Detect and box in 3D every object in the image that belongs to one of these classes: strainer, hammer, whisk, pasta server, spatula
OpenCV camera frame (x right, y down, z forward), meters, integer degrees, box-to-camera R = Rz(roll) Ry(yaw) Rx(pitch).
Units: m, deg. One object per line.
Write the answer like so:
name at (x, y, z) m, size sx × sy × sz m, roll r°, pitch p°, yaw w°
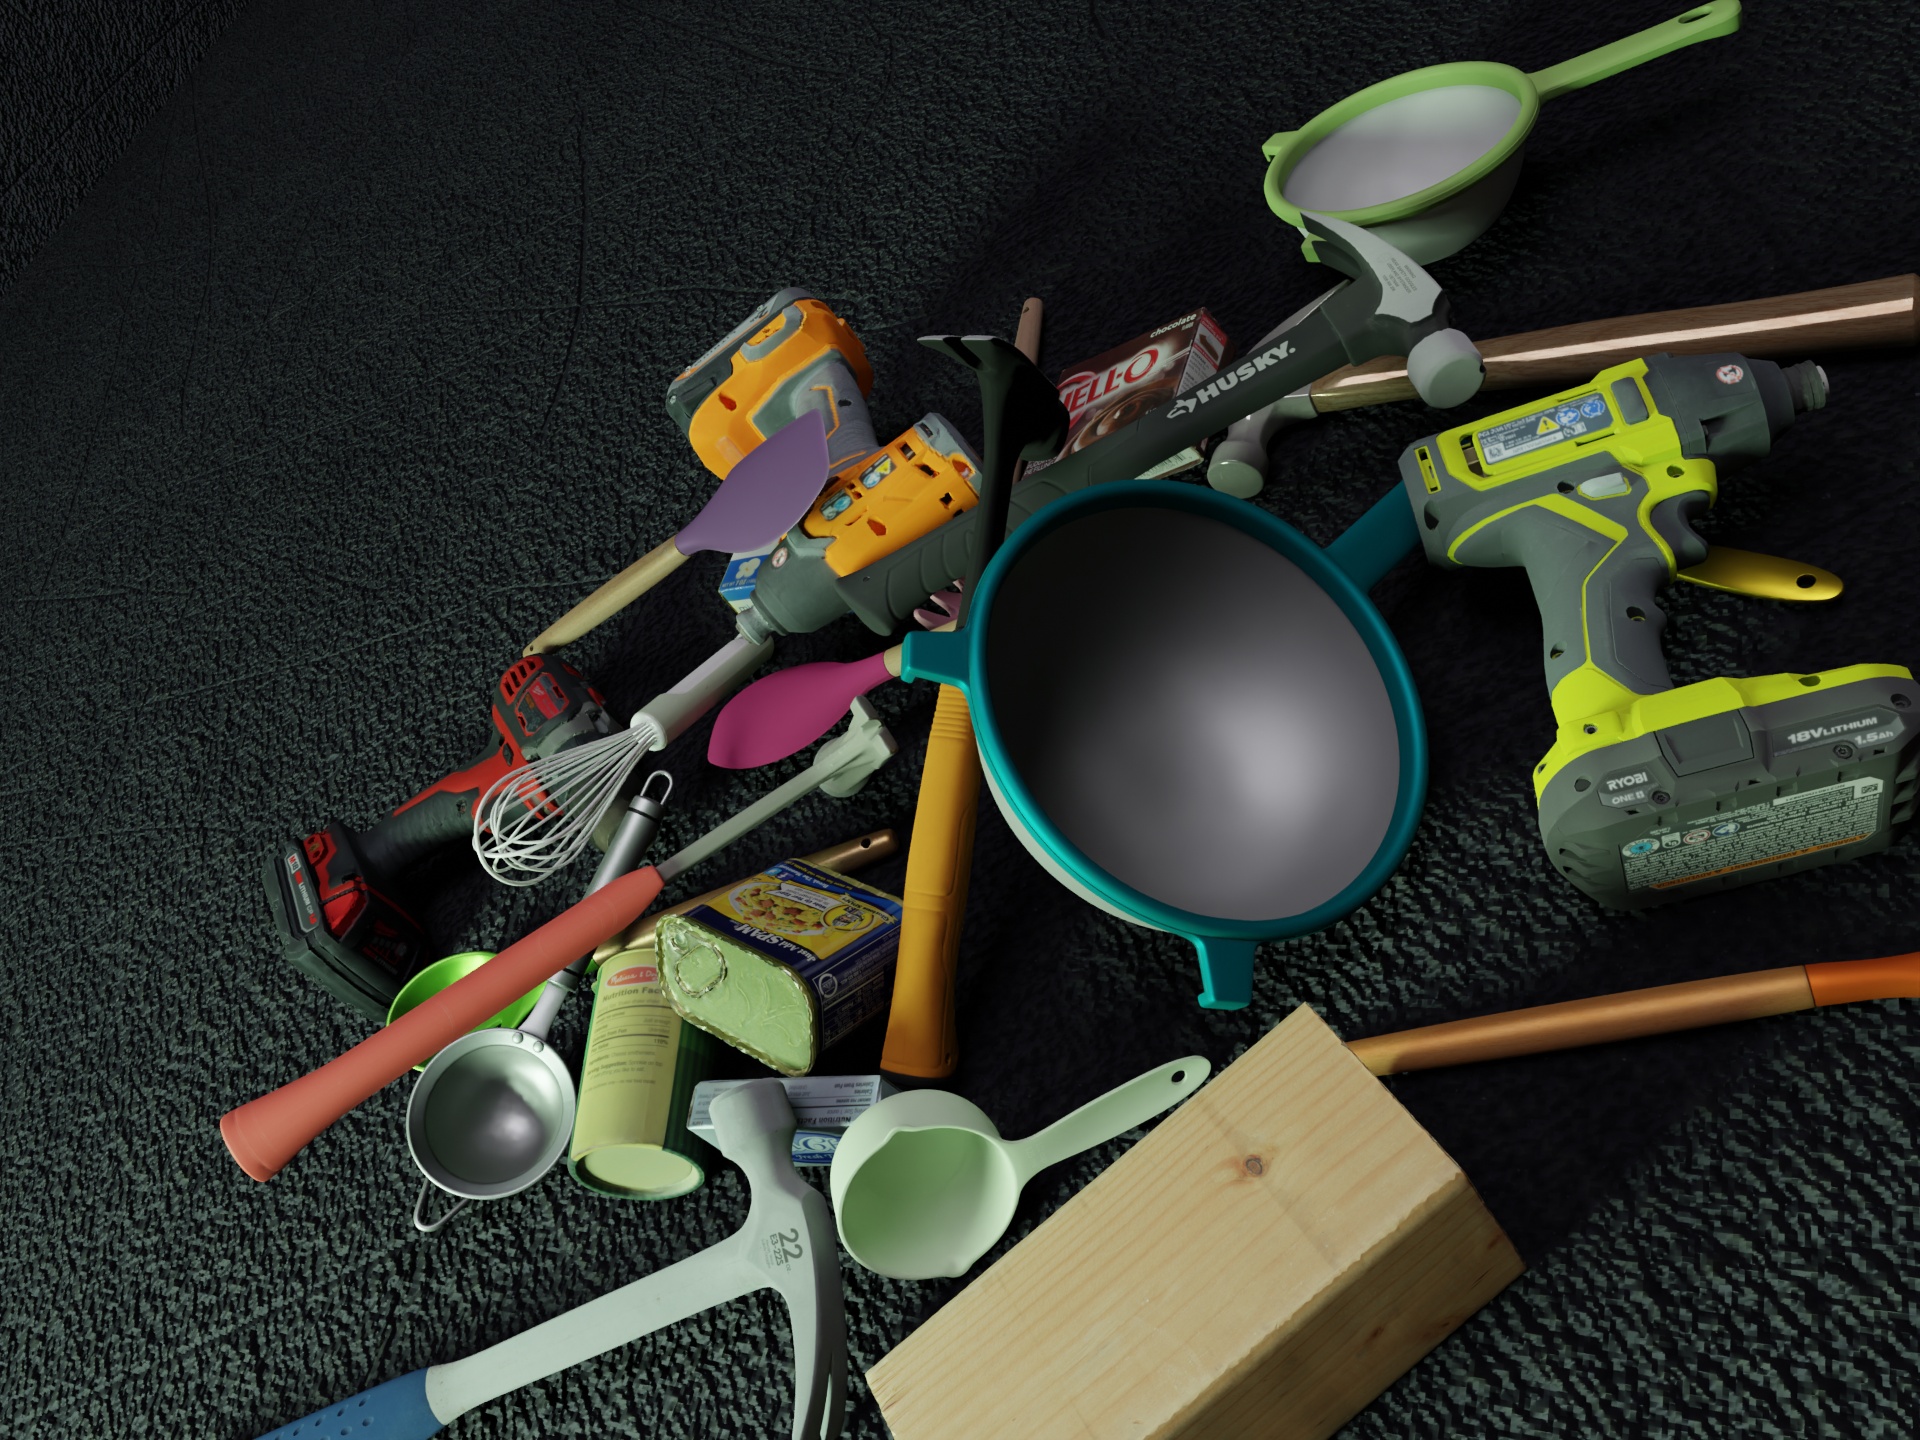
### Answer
strainer at (0.300, -0.316, 0.879) m, size 0.256 × 0.069 × 0.152 m, roll -19°, pitch 39°, yaw 15°
hammer at (-0.187, 0.103, 0.766) m, size 0.359 × 0.037 × 0.149 m, roll -33°, pitch -3°, yaw -11°
hammer at (-0.224, 0.305, 0.711) m, size 0.405 × 0.035 × 0.144 m, roll -28°, pitch 68°, yaw 18°
whisk at (-0.180, 0.010, 0.888) m, size 0.058 × 0.059 × 0.246 m, roll -4°, pitch 28°, yaw 36°
pasta server at (0.024, -0.155, 0.951) m, size 0.060 × 0.040 × 0.316 m, roll -19°, pitch 45°, yaw 32°
hammer at (0.290, -0.183, 0.799) m, size 0.331 × 0.031 × 0.130 m, roll -1°, pitch 55°, yaw 33°
hammer at (0.082, -0.138, 0.809) m, size 0.335 × 0.035 × 0.146 m, roll -28°, pitch 47°, yaw 13°
spatula at (-0.175, -0.091, 0.930) m, size 0.316 × 0.018 × 0.060 m, roll -25°, pitch 66°, yaw 42°
spatula at (0.275, 0.094, 0.567) m, size 0.322 × 0.041 × 0.081 m, roll -16°, pitch 48°, yaw 24°
hammer at (-0.001, -0.002, 0.722) m, size 0.034 × 0.127 × 0.337 m, roll 6°, pitch 85°, yaw 22°
strainer at (0.130, -0.027, 0.726) m, size 0.340 × 0.211 × 0.095 m, roll -39°, pitch -7°, yaw -33°
strainer at (-0.210, 0.142, 0.831) m, size 0.087 × 0.050 × 0.258 m, roll 23°, pitch 76°, yaw 9°

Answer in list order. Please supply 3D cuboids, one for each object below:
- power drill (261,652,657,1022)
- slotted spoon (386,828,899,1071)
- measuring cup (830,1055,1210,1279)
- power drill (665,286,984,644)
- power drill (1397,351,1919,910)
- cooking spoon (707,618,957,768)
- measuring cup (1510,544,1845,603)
power drill at (-0.288, 0.074, 0.945) m, size 0.226 × 0.080 × 0.188 m, roll -40°, pitch 43°, yaw -6°
slotted spoon at (-0.174, 0.120, 0.861) m, size 0.314 × 0.031 × 0.070 m, roll -22°, pitch 57°, yaw 14°
measuring cup at (0.024, 0.171, 0.666) m, size 0.167 × 0.083 × 0.038 m, roll -24°, pitch 25°, yaw -8°
power drill at (-0.093, -0.147, 0.936) m, size 0.164 × 0.084 × 0.227 m, roll -39°, pitch 47°, yaw 3°
power drill at (0.286, -0.050, 0.637) m, size 0.171 × 0.080 × 0.223 m, roll -17°, pitch 53°, yaw 17°
cooking spoon at (-0.016, -0.039, 0.832) m, size 0.319 × 0.017 × 0.069 m, roll -20°, pitch 44°, yaw 30°
measuring cup at (0.307, -0.081, 0.700) m, size 0.157 × 0.029 × 0.062 m, roll 24°, pitch 70°, yaw 46°
